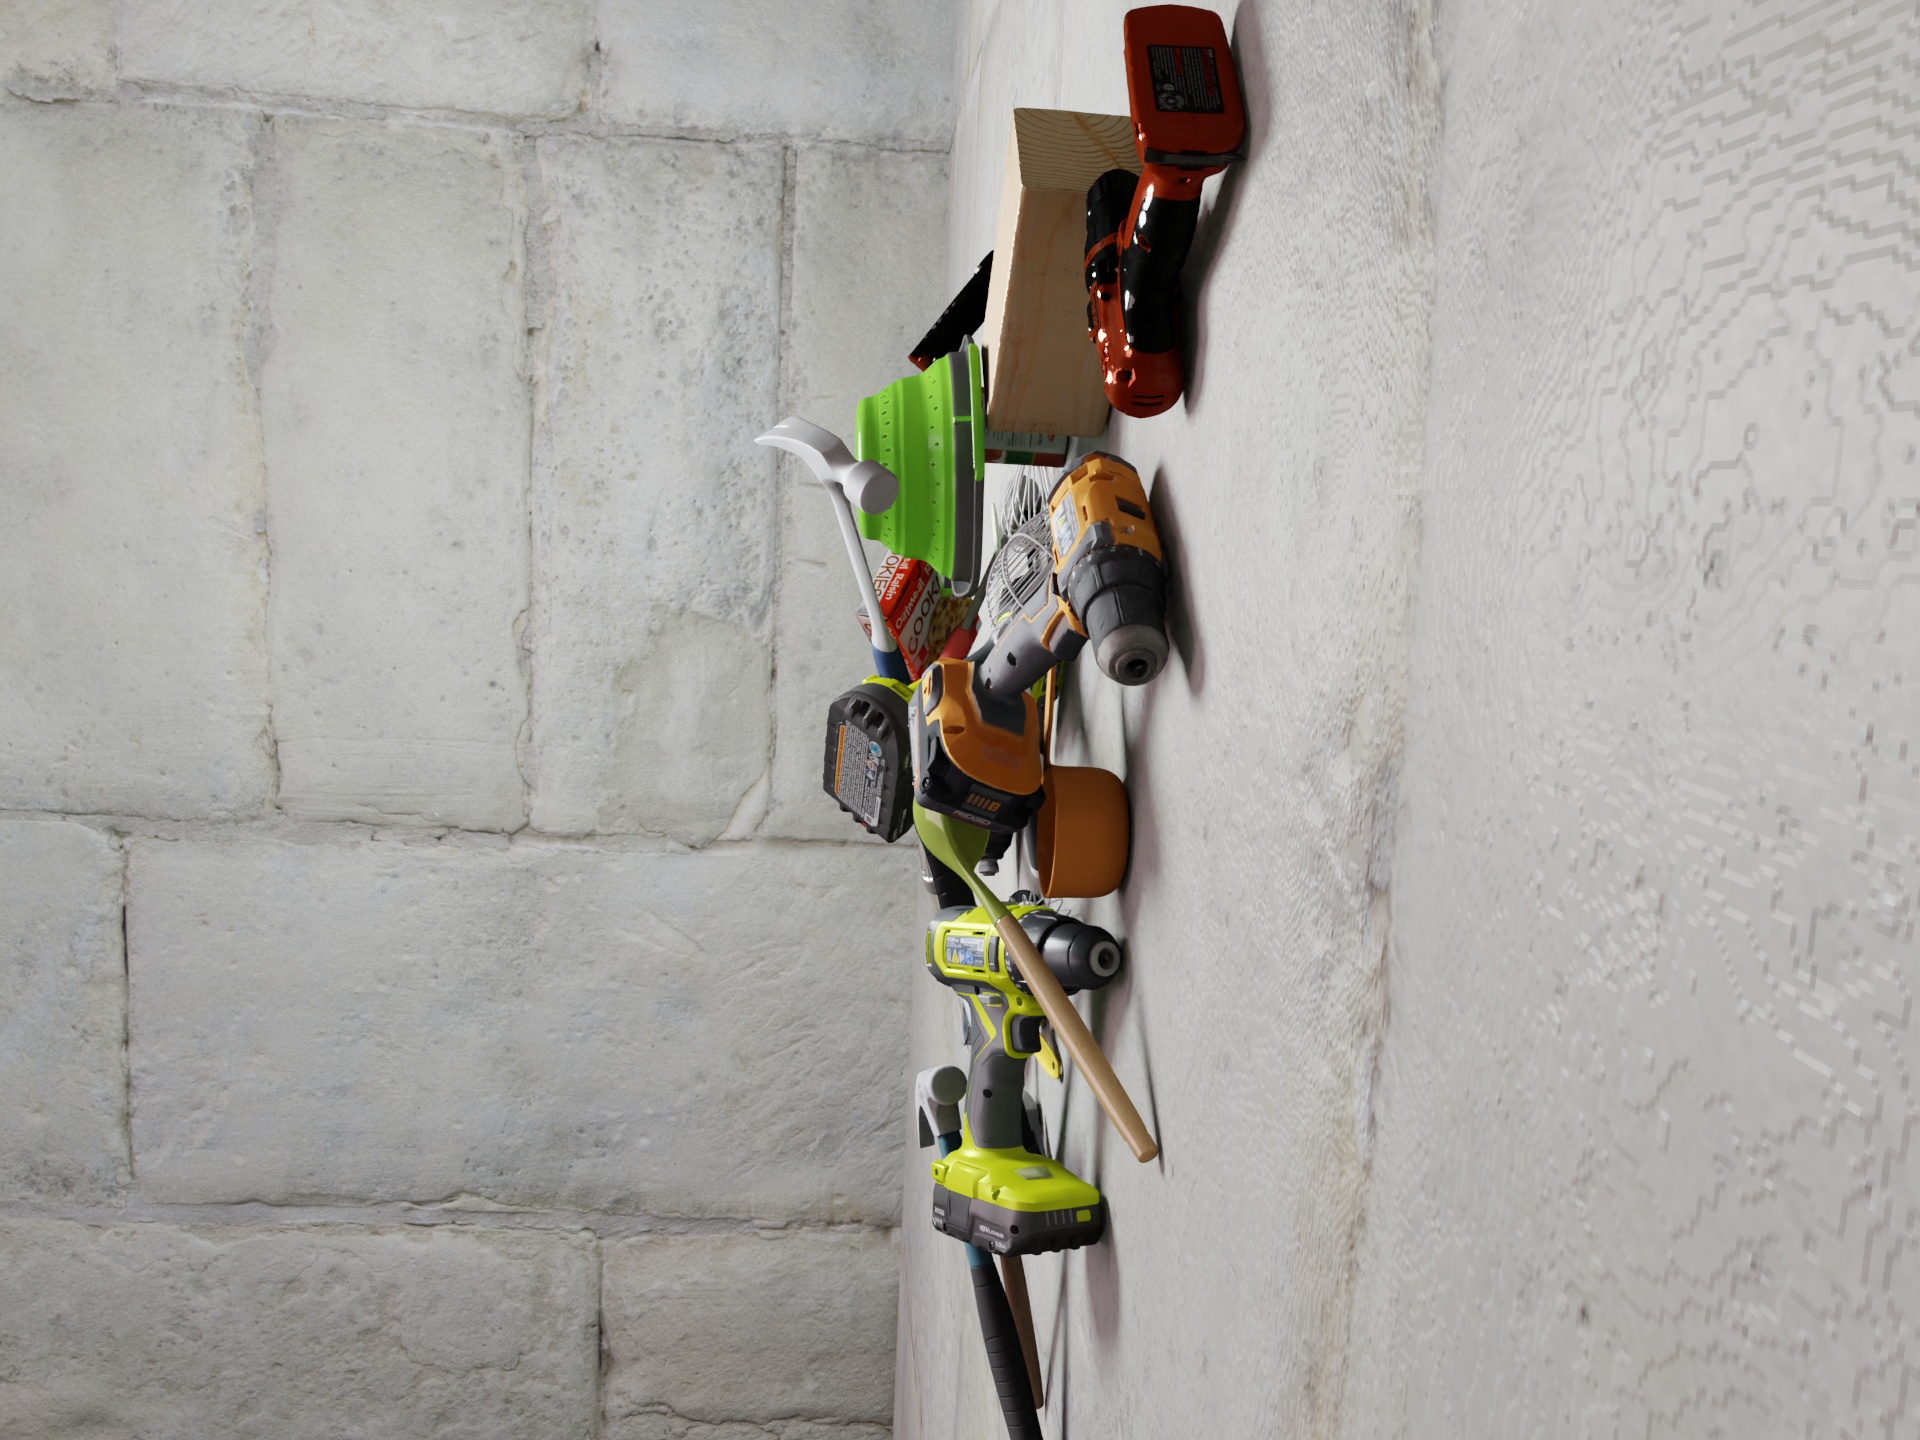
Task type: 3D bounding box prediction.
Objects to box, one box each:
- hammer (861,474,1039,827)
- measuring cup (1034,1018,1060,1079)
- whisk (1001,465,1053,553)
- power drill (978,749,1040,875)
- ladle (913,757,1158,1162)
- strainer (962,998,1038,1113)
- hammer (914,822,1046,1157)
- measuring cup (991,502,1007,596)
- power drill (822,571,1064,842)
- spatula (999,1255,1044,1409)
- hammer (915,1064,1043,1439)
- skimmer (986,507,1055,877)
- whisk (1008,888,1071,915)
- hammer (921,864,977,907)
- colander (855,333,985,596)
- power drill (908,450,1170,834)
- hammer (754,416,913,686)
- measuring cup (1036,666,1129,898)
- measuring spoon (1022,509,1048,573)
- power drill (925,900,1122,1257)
[{"bbox_3d":[-0.009,-0.056,1.514,0.149,0.036,0.359,106,-173,-74],"label":"hammer"},{"bbox_3d":[0.068,0.257,1.332,0.157,0.029,0.062,-130,43,-66],"label":"measuring cup"},{"bbox_3d":[0.066,-0.252,1.447,0.059,0.057,0.247,-32,45,42],"label":"whisk"},{"bbox_3d":[0.029,0.061,1.525,0.226,0.084,0.164,98,171,-80],"label":"power drill"},{"bbox_3d":[0.050,0.139,1.001,0.321,0.062,0.078,56,179,42],"label":"ladle"},{"bbox_3d":[0.024,0.287,1.411,0.050,0.086,0.259,-34,58,28],"label":"strainer"},{"bbox_3d":[0.020,0.224,1.249,0.146,0.035,0.334,-110,5,-77],"label":"hammer"},{"bbox_3d":[0.054,-0.124,1.423,0.083,0.038,0.168,98,166,-65],"label":"measuring cup"},{"bbox_3d":[-0.002,-0.004,1.271,0.080,0.223,0.171,37,140,25],"label":"power drill"},{"bbox_3d":[0.037,0.407,1.243,0.060,0.018,0.315,-127,26,-70],"label":"spatula"},{"bbox_3d":[0.020,0.430,1.216,0.128,0.033,0.331,121,135,-73],"label":"hammer"},{"bbox_3d":[0.077,-0.005,1.196,0.127,0.090,0.362,-57,-30,-42],"label":"skimmer"},{"bbox_3d":[0.056,0.162,1.304,0.284,0.070,0.070,102,170,-89],"label":"whisk"},{"bbox_3d":[-0.014,0.122,1.493,0.411,0.038,0.146,-111,0,-70],"label":"hammer"},{"bbox_3d":[-0.039,-0.179,1.330,0.397,0.094,0.205,102,167,-76],"label":"colander"},{"bbox_3d":[0.052,-0.030,0.972,0.226,0.084,0.186,-56,25,32],"label":"power drill"},{"bbox_3d":[-0.067,-0.074,1.284,0.144,0.035,0.405,39,157,36],"label":"hammer"},{"bbox_3d":[0.082,0.035,1.059,0.095,0.052,0.174,102,170,-66],"label":"measuring cup"},{"bbox_3d":[0.075,-0.130,1.453,0.042,0.021,0.128,-15,-82,-78],"label":"measuring spoon"},{"bbox_3d":[0.044,0.239,1.087,0.190,0.080,0.228,-8,80,59],"label":"power drill"}]
